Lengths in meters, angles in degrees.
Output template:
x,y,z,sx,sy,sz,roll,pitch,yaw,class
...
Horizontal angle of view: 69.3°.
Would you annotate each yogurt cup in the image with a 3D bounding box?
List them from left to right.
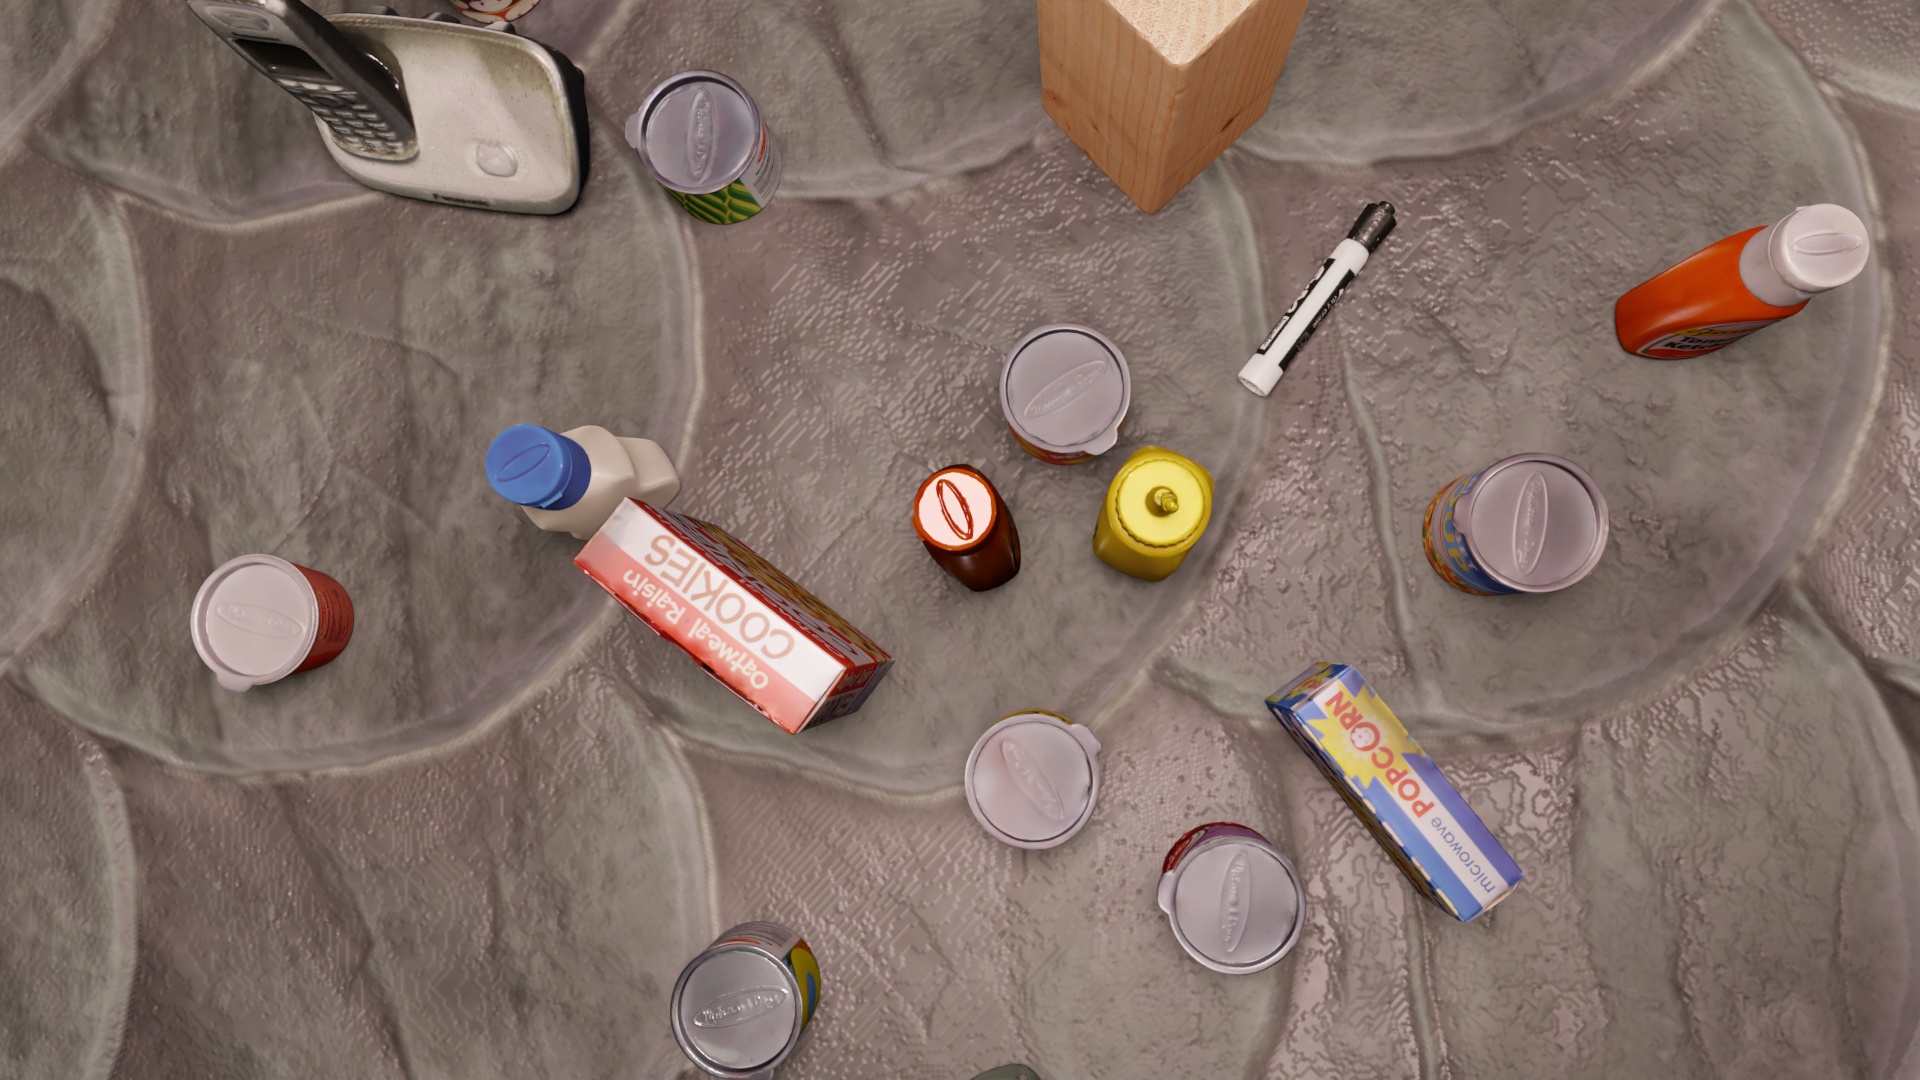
x,y,z,sx,sy,sz,roll,pitch,yaw,class
-0.363,0.042,0.743,0.072,0.054,0.072,0,86,4,yogurt cup

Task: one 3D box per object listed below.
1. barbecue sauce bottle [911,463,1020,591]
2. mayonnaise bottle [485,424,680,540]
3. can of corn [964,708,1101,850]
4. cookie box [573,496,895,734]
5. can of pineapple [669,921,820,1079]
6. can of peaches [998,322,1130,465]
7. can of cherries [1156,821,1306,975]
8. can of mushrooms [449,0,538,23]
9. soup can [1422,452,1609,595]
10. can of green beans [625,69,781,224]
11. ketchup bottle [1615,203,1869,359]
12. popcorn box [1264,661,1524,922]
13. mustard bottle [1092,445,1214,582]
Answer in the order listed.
x,y,z,sx,sy,sz,roll,pitch,yaw,class
0.002,-0.008,0.672,0.044,0.148,0.065,-24,85,2,barbecue sauce bottle
-0.188,-0.030,0.688,0.065,0.148,0.041,-32,85,2,mayonnaise bottle
0.039,0.118,0.705,0.071,0.058,0.071,0,86,4,can of corn
-0.101,0.037,0.667,0.123,0.167,0.040,37,90,6,cookie box
-0.108,0.234,0.707,0.071,0.058,0.071,0,86,4,can of pineapple
0.055,-0.072,0.719,0.071,0.058,0.071,0,86,4,can of peaches
0.132,0.175,0.694,0.071,0.058,0.071,0,86,4,can of cherries
-0.267,-0.326,0.774,0.071,0.033,0.071,0,86,4,can of mushrooms
0.268,-0.007,0.685,0.071,0.084,0.071,0,86,4,soup can
-0.133,-0.209,0.743,0.071,0.058,0.071,0,86,4,can of green beans
0.367,-0.120,0.654,0.065,0.149,0.043,-5,86,4,ketchup bottle
0.208,0.119,0.679,0.038,0.085,0.127,-39,84,1,popcorn box
0.092,-0.016,0.660,0.049,0.160,0.065,24,88,5,mustard bottle
